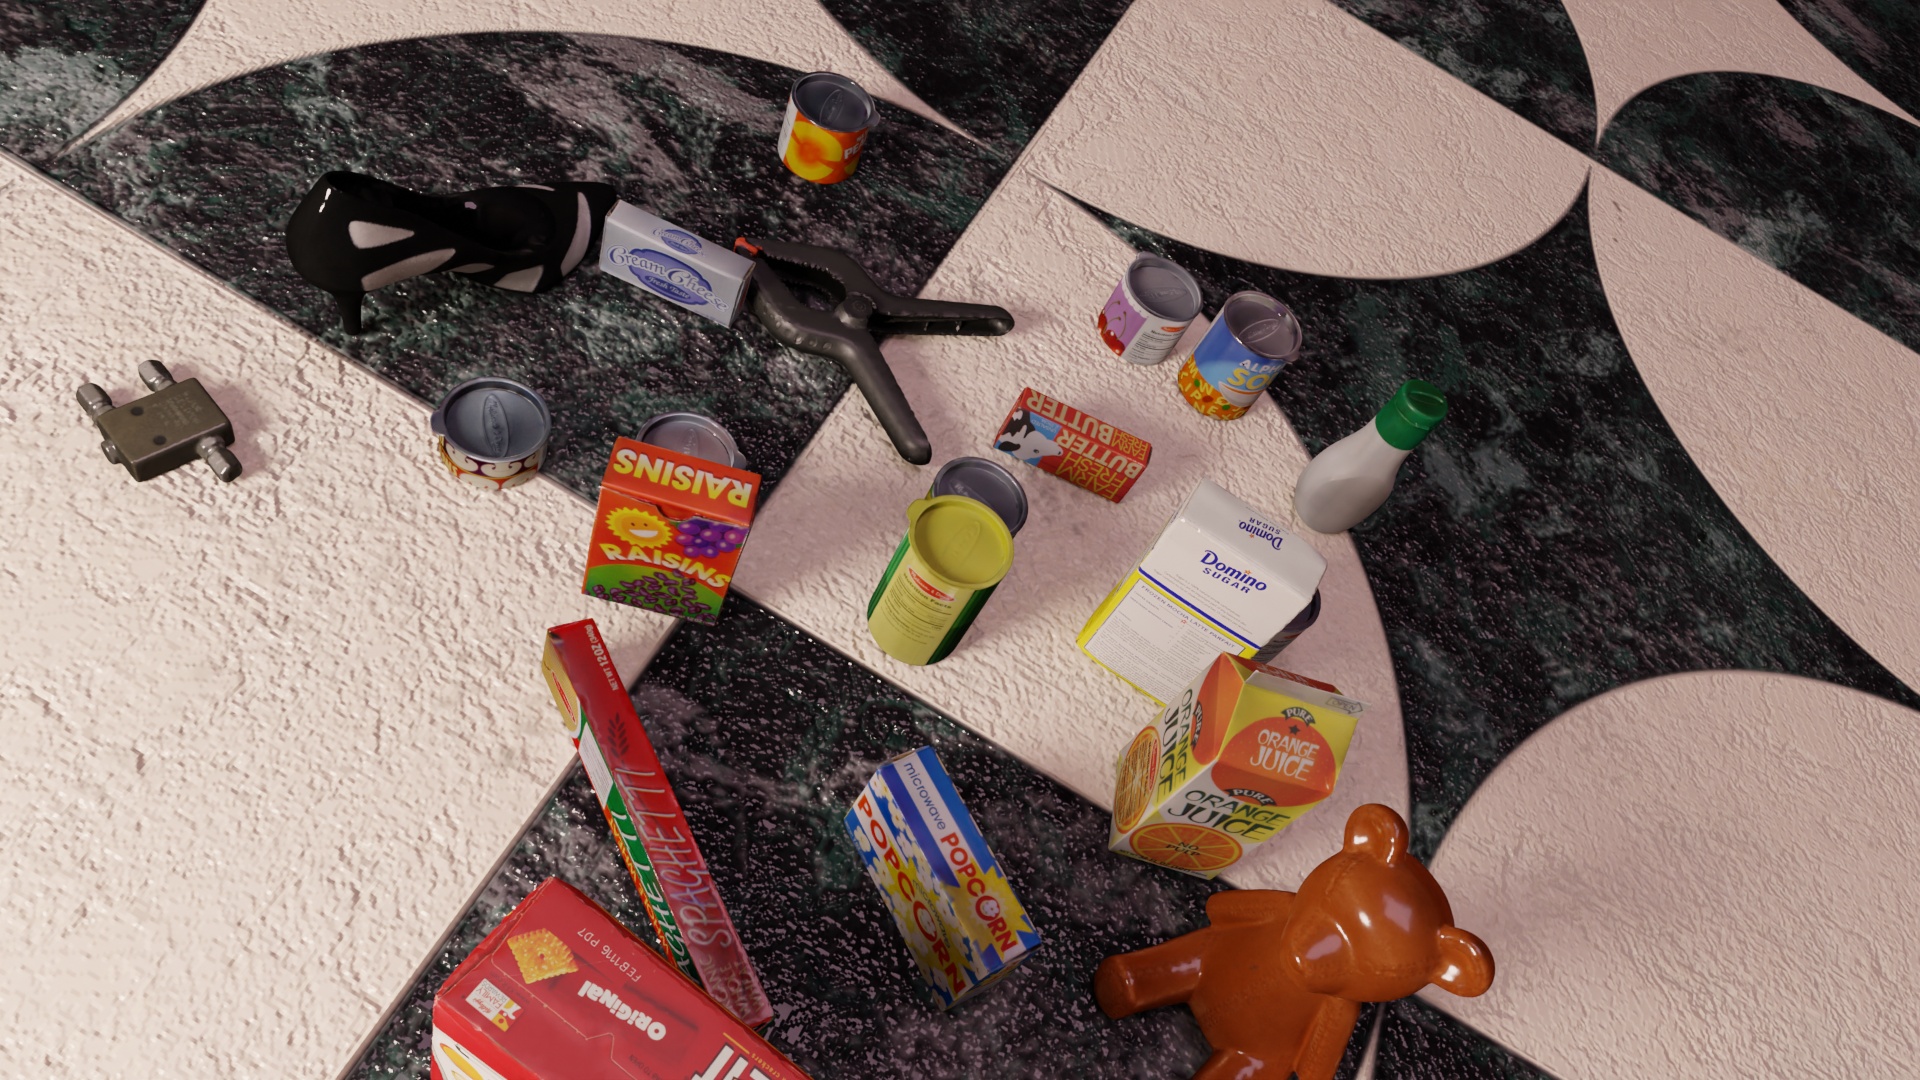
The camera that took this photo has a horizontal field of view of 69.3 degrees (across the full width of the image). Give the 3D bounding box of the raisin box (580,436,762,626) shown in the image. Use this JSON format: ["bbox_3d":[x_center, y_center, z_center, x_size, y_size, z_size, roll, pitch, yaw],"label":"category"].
[{"bbox_3d":[-0.172,-0.002,0.814,0.086,0.122,0.040,16,54,-11],"label":"raisin box"}]

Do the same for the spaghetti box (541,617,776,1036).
[{"bbox_3d":[-0.169,0.159,0.756,0.029,0.050,0.250,-18,67,-30],"label":"spaghetti box"}]

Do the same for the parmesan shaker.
[{"bbox_3d":[-0.017,0.025,0.870,0.071,0.102,0.071,10,56,-15],"label":"parmesan shaker"}]

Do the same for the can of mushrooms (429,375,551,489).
[{"bbox_3d":[-0.293,-0.067,0.865,0.071,0.033,0.071,10,55,-15],"label":"can of mushrooms"}]

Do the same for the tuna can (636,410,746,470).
[{"bbox_3d":[-0.176,-0.048,0.899,0.071,0.032,0.071,10,55,-15],"label":"tuna can"}]

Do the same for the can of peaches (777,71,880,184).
[{"bbox_3d":[-0.104,-0.323,1.092,0.071,0.057,0.071,10,56,-15],"label":"can of peaches"}]

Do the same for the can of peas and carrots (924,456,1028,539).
[{"bbox_3d":[0.003,-0.012,0.930,0.071,0.058,0.071,10,56,-15],"label":"can of peas and carrots"}]

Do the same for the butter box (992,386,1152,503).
[{"bbox_3d":[0.081,-0.068,1.001,0.103,0.052,0.024,24,53,-5],"label":"butter box"}]

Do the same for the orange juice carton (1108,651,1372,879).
[{"bbox_3d":[0.159,0.128,0.816,0.072,0.191,0.073,18,54,-10],"label":"orange juice carton"}]

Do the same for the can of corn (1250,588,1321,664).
[{"bbox_3d":[0.207,0.046,0.973,0.071,0.058,0.071,10,56,-15],"label":"can of corn"}]

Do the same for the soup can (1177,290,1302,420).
[{"bbox_3d":[0.218,-0.141,1.083,0.071,0.083,0.072,10,56,-15],"label":"soup can"}]

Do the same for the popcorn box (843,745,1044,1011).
[{"bbox_3d":[-0.013,0.189,0.776,0.038,0.084,0.127,-19,67,-30],"label":"popcorn box"}]

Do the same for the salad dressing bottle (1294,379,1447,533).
[{"bbox_3d":[0.302,-0.061,1.023,0.064,0.147,0.044,13,55,-14],"label":"salad dressing bottle"}]

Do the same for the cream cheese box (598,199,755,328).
[{"bbox_3d":[-0.199,-0.192,0.972,0.104,0.053,0.024,24,53,-5],"label":"cream cheese box"}]

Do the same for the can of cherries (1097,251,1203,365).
[{"bbox_3d":[0.149,-0.183,1.099,0.071,0.058,0.072,10,56,-15],"label":"can of cherries"}]
